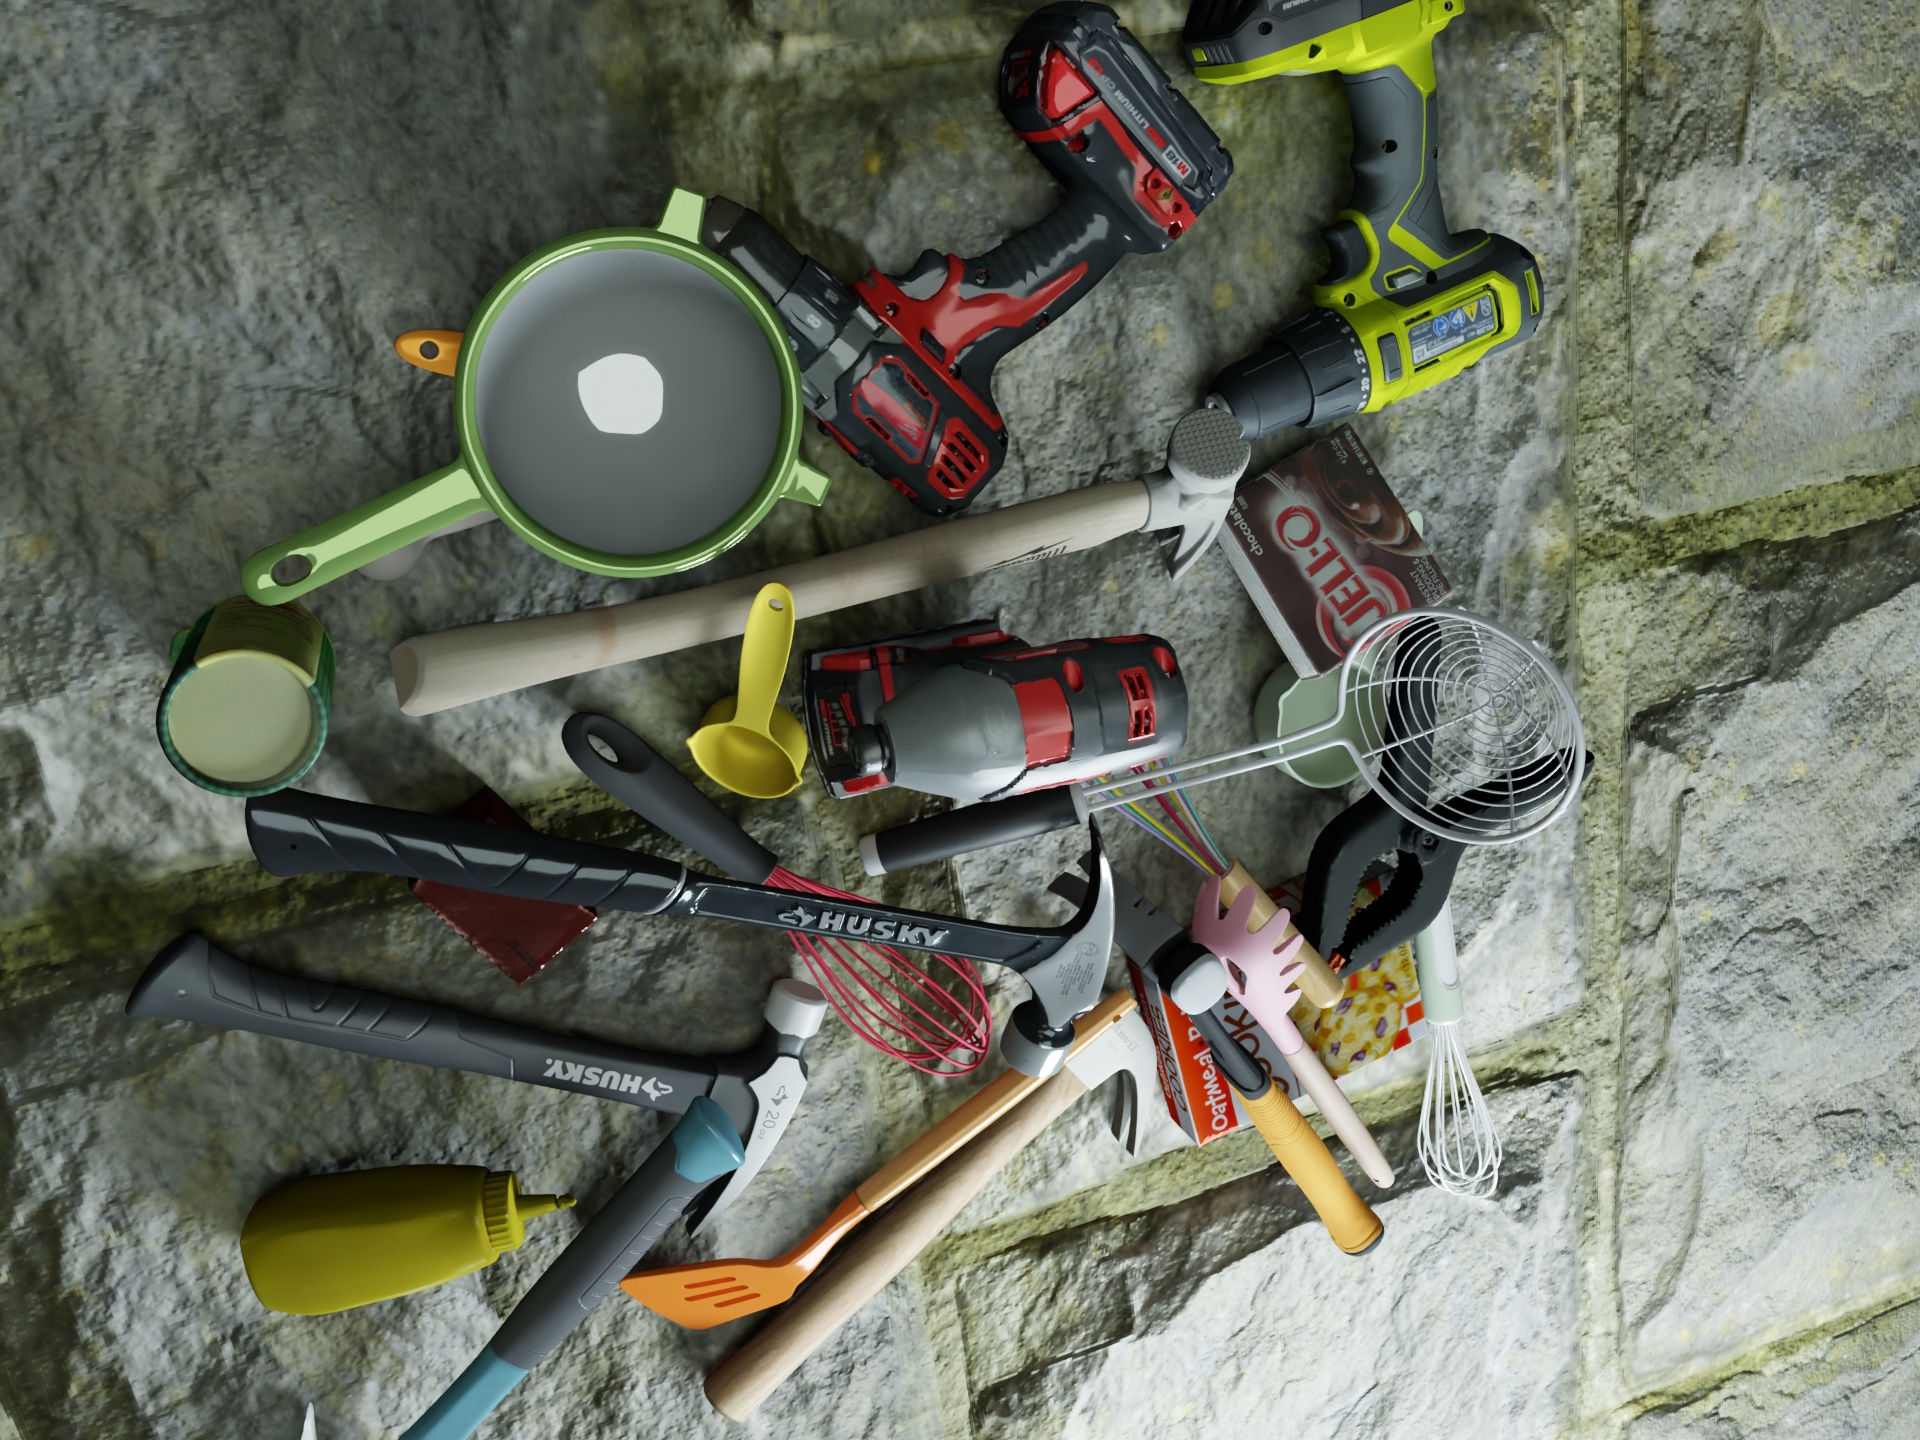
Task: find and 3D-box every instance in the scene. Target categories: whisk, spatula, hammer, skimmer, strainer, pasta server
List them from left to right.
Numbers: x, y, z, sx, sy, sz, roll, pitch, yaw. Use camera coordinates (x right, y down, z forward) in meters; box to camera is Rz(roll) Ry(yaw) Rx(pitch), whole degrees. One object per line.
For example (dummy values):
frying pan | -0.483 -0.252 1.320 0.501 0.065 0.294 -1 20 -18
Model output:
hammer | -0.243 0.172 0.813 0.334 0.035 0.146 18 99 -23
strainer | -0.197 -0.121 0.712 0.256 0.069 0.151 -27 113 -6
hammer | -0.227 0.325 0.841 0.128 0.033 0.331 37 100 -25
hammer | -0.119 0.080 0.747 0.408 0.036 0.149 12 121 -15
whisk | -0.089 0.092 0.832 0.295 0.073 0.073 41 89 -19
hammer | -0.067 -0.063 0.781 0.410 0.146 0.038 -14 76 -6
spatula | -0.038 0.244 0.879 0.322 0.041 0.080 -37 133 0
hammer | -0.017 0.285 0.931 0.331 0.031 0.130 -43 115 -3
skimmer | 0.118 0.036 0.801 0.363 0.090 0.127 -15 107 10
whisk | 0.133 0.066 0.883 0.051 0.047 0.245 -40 99 11
hammer | 0.162 0.205 0.901 0.034 0.127 0.336 -41 125 -6
pasta server | 0.204 0.193 0.921 0.040 0.060 0.315 -55 133 -19
whisk | 0.309 0.195 1.014 0.058 0.059 0.246 -20 107 -27

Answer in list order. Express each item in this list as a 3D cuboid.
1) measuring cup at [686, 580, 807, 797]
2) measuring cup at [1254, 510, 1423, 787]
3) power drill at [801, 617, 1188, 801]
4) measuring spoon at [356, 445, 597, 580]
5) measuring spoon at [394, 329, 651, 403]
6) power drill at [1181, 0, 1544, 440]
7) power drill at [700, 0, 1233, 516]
measuring cup | -0.094 -0.020 0.768 0.062 0.029 0.156 20 138 0
measuring cup | 0.222 -0.044 0.917 0.083 0.038 0.167 21 91 -26
power drill | -0.001 -0.002 0.739 0.143 0.220 0.078 -11 95 -17
measuring spoon | -0.227 -0.100 0.745 0.124 0.018 0.034 -26 113 -12
measuring spoon | -0.201 -0.164 0.738 0.117 0.011 0.021 5 104 -21
power drill | 0.194 -0.268 0.816 0.190 0.080 0.228 -25 115 -12
power drill | -0.004 -0.233 0.756 0.187 0.080 0.226 41 93 -25
